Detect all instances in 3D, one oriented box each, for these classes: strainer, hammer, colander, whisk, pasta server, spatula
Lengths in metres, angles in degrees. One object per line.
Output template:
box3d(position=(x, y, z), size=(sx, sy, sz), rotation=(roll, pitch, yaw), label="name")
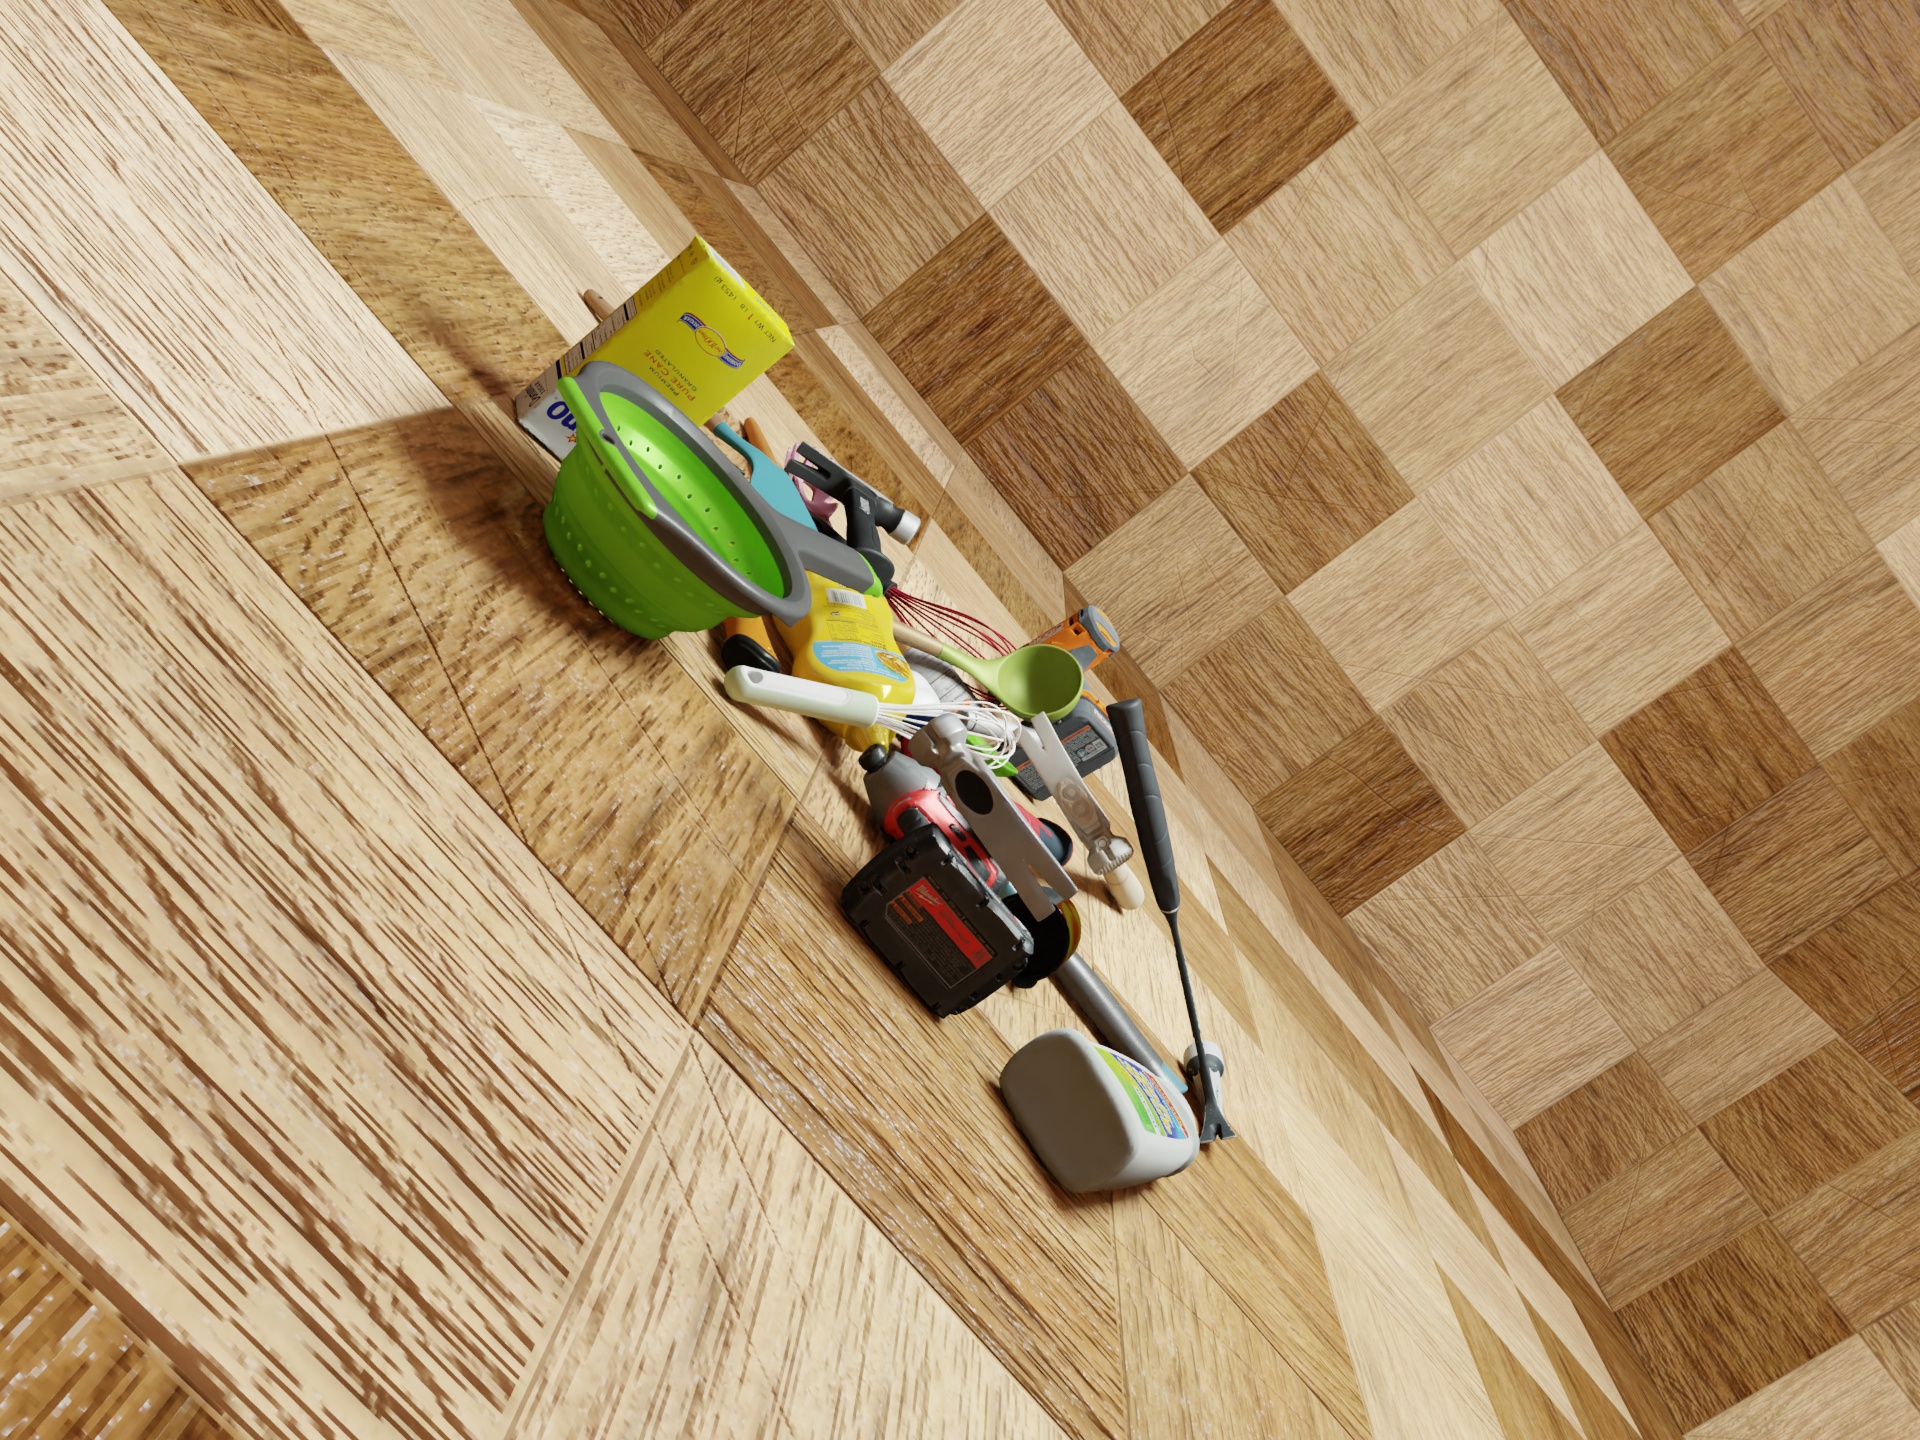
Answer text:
box3d(position=(-0.002, -0.004, 1.348), size=(0.258, 0.050, 0.087), rotation=(16, -6, -44), label="strainer")
box3d(position=(0.176, 0.168, 1.332), size=(0.149, 0.036, 0.408), rotation=(-85, 162, -68), label="hammer")
box3d(position=(-0.165, -0.110, 1.081), size=(0.205, 0.094, 0.397), rotation=(56, 13, 17), label="colander")
box3d(position=(0.054, 0.091, 1.170), size=(0.143, 0.038, 0.386), rotation=(54, 3, 15), label="hammer")
box3d(position=(-0.096, -0.182, 1.466), size=(0.146, 0.035, 0.335), rotation=(33, 13, -14), label="hammer")
box3d(position=(-0.058, -0.005, 1.138), size=(0.246, 0.059, 0.058), rotation=(13, 43, -34), label="whisk")
box3d(position=(-0.118, -0.167, 1.580), size=(0.060, 0.040, 0.317), rotation=(9, 39, -35), label="pasta server")
box3d(position=(-0.239, -0.271, 1.426), size=(0.317, 0.044, 0.082), rotation=(47, 35, 11), label="spatula")
box3d(position=(-0.188, -0.135, 1.230), size=(0.127, 0.034, 0.337), rotation=(40, 17, -42), label="hammer")
box3d(position=(0.128, 0.110, 1.503), size=(0.146, 0.038, 0.410), rotation=(59, 1, 19), label="hammer")
box3d(position=(0.074, 0.182, 1.291), size=(0.331, 0.033, 0.128), rotation=(52, 13, -2), label="hammer")
box3d(position=(-0.053, -0.108, 1.495), size=(0.296, 0.073, 0.073), rotation=(39, 8, 16), label="whisk")
box3d(position=(-0.187, -0.228, 1.540), size=(0.081, 0.041, 0.323), rotation=(42, 11, -32), label="spatula")

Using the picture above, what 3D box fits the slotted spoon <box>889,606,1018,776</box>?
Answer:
box3d(position=(-0.044, -0.061, 1.578), size=(0.314, 0.031, 0.070), rotation=(54, 12, 20), label="slotted spoon")

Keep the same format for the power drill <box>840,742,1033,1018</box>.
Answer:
box3d(position=(-0.020, 0.097, 1.089), size=(0.143, 0.078, 0.220), rotation=(51, 9, -14), label="power drill")

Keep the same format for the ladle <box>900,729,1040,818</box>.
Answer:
box3d(position=(0.018, 0.064, 1.443), size=(0.069, 0.031, 0.315), rotation=(39, 3, 26), label="ladle")

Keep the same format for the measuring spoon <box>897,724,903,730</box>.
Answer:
box3d(position=(-0.062, -0.024, 1.363), size=(0.128, 0.021, 0.042), rotation=(57, 1, -27), label="measuring spoon")

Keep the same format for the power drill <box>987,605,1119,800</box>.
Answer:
box3d(position=(0.094, -0.017, 1.716), size=(0.084, 0.164, 0.227), rotation=(47, 25, -25), label="power drill")

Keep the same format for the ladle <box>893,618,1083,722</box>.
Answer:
box3d(position=(-0.035, -0.076, 1.362), size=(0.320, 0.062, 0.078), rotation=(23, 54, -24), label="ladle")
